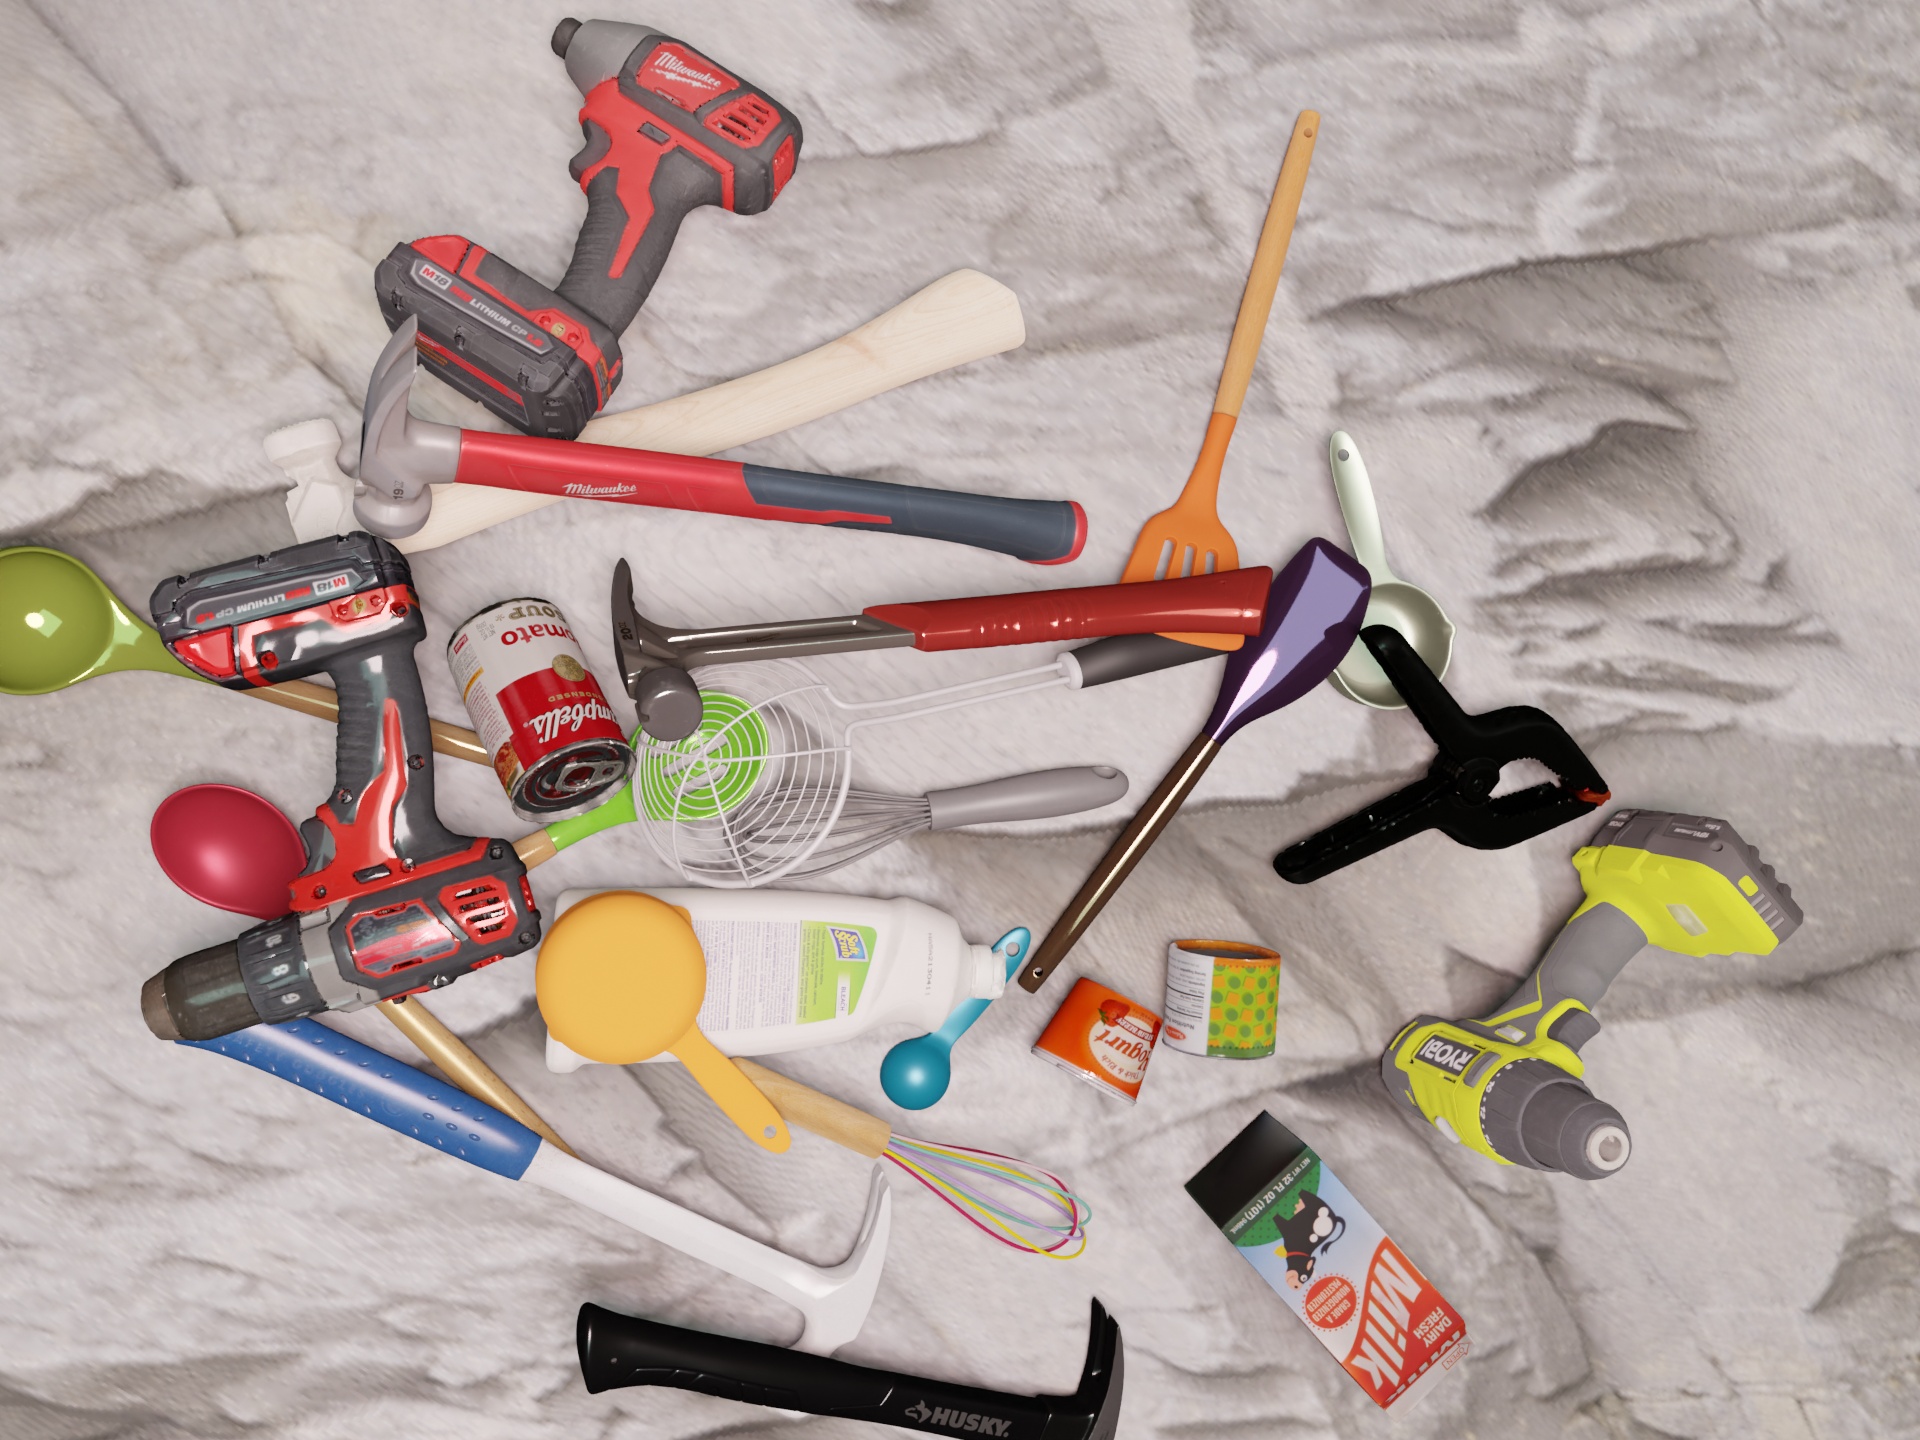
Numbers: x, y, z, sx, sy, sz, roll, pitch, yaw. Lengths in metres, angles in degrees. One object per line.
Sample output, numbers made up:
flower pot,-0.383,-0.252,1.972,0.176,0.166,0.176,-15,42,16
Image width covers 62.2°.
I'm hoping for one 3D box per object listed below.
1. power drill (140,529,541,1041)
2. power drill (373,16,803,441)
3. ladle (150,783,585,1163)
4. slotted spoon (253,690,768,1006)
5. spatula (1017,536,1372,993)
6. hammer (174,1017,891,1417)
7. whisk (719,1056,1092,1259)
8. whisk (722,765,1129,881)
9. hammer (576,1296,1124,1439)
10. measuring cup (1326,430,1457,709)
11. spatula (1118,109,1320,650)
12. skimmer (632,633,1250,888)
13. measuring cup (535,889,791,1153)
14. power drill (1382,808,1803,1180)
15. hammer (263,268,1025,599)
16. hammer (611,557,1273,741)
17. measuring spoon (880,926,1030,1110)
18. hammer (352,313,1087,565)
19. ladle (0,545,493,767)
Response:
power drill,-0.327,0.037,0.785,0.188,0.080,0.227,-17,90,-12
power drill,-0.196,-0.266,0.828,0.143,0.078,0.220,33,74,0
ladle,-0.312,0.153,0.875,0.069,0.031,0.315,-42,101,5
slotted spoon,-0.244,0.075,0.853,0.314,0.031,0.070,-30,96,-19
spatula,0.133,0.033,0.929,0.060,0.018,0.316,37,94,1
hammer,-0.223,0.240,0.872,0.405,0.035,0.144,30,88,-14
whisk,-0.025,0.247,0.894,0.244,0.051,0.047,29,55,-19
whisk,-0.016,0.053,0.909,0.239,0.055,0.055,-8,95,-13
hammer,-0.056,0.372,0.892,0.334,0.035,0.146,21,91,-22
measuring cup,0.239,-0.088,0.948,0.083,0.038,0.167,-15,94,-8
spatula,0.164,-0.202,0.926,0.081,0.041,0.322,16,90,-5
skimmer,-0.001,-0.003,0.894,0.363,0.090,0.127,-13,68,-25
measuring cup,-0.145,0.163,0.819,0.095,0.052,0.173,-43,95,-12
power drill,0.365,0.160,0.908,0.228,0.190,0.080,-44,99,-9
hammer,-0.155,-0.151,0.878,0.410,0.038,0.146,-20,98,-8
hammer,-0.003,-0.056,0.853,0.359,0.149,0.036,-6,122,-15
measuring spoon,0.001,0.174,0.930,0.042,0.021,0.128,38,86,-9
hammer,-0.103,-0.126,0.820,0.386,0.143,0.038,3,64,-24
ladle,-0.362,-0.015,0.843,0.320,0.062,0.078,18,94,-13
